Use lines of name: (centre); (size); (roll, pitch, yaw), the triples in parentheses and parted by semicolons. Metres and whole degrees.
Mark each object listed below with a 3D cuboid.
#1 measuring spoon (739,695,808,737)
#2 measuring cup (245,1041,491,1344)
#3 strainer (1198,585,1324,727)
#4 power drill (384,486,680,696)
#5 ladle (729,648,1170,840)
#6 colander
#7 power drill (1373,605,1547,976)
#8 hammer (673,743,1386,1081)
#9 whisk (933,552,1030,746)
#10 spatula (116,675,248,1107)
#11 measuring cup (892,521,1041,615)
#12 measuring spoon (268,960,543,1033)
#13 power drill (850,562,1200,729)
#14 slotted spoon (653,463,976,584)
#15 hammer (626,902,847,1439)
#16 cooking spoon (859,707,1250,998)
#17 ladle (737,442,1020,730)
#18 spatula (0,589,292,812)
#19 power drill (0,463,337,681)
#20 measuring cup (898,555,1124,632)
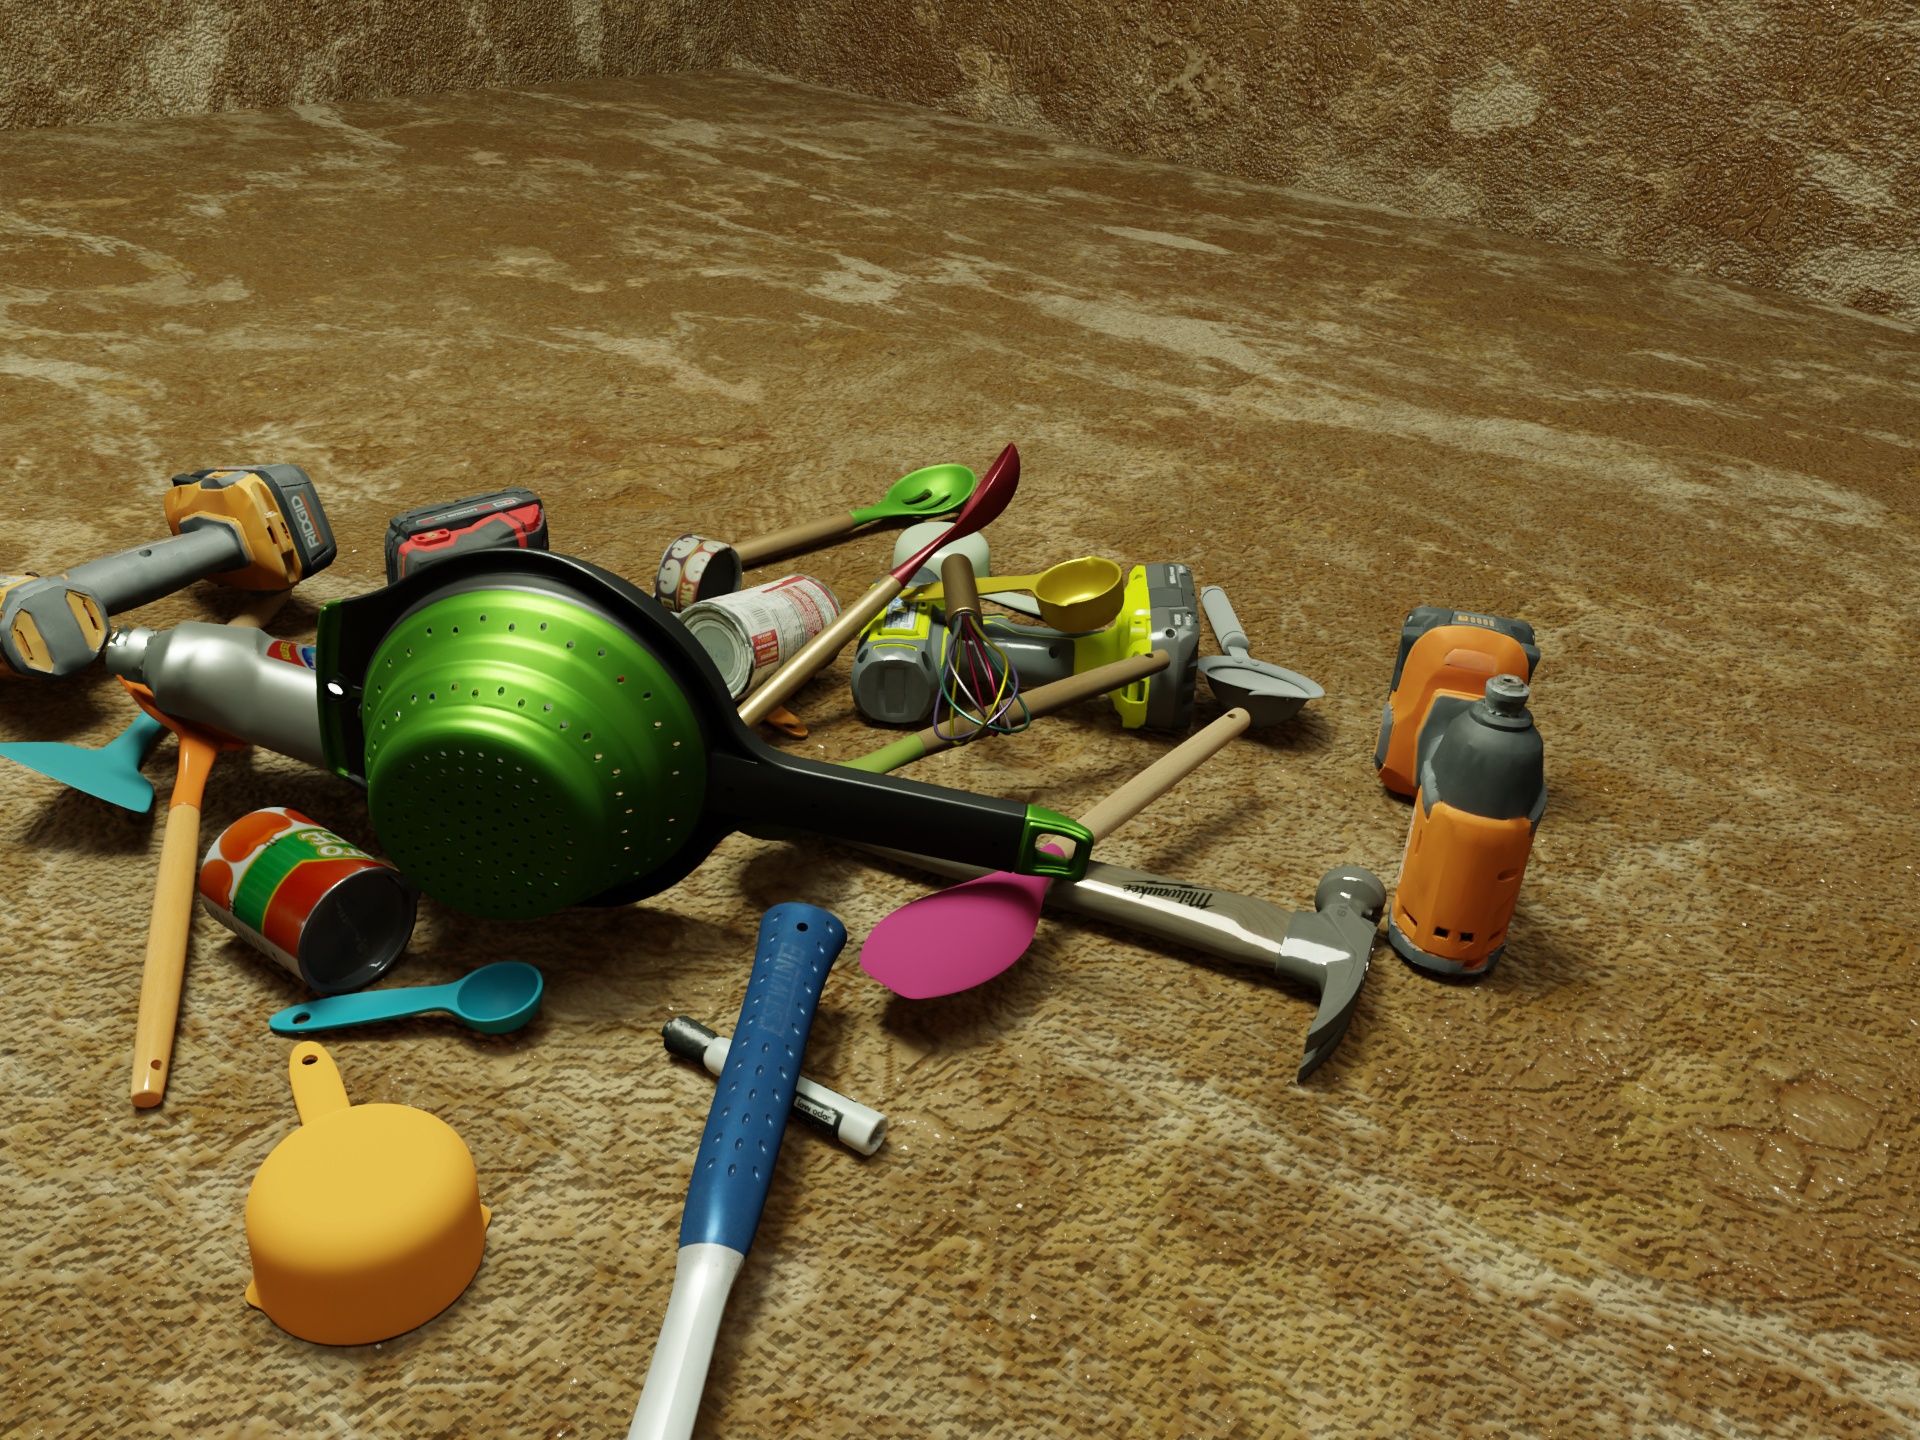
measuring spoon: (-0.141, -0.013, 1.043); (0.117, 0.011, 0.021); (32, 28, 33)
measuring cup: (-0.256, 0.173, 0.657); (0.095, 0.052, 0.174); (-13, 36, -28)
strainer: (0.196, -0.048, 1.120); (0.087, 0.050, 0.259); (10, 24, -5)
power drill: (-0.277, -0.075, 1.065); (0.143, 0.078, 0.220); (-22, 42, -38)
ladle: (-0.001, -0.003, 0.913); (0.320, 0.062, 0.078); (-19, 42, -30)
colander: (-0.134, 0.044, 0.762); (0.397, 0.204, 0.095); (12, 31, 1)
power drill: (0.287, 0.016, 0.901); (0.084, 0.164, 0.227); (10, 28, 9)
hammer: (0.017, 0.083, 0.872); (0.411, 0.038, 0.146); (15, 33, 17)
whisk: (0.008, -0.050, 0.929); (0.051, 0.047, 0.245); (4, 26, -5)
spatula: (-0.404, 0.071, 0.816); (0.081, 0.041, 0.323); (29, 25, -36)
measuring cup: (0.023, -0.112, 1.205); (0.168, 0.038, 0.083); (20, 33, 28)
measuring spoon: (-0.261, 0.141, 0.756); (0.128, 0.021, 0.042); (-7, 33, -2)
power drill: (0.045, -0.059, 1.084); (0.223, 0.080, 0.171); (3, 31, 2)
slotted spoon: (-0.110, -0.153, 1.271); (0.313, 0.031, 0.070); (-24, 40, -37)
hammer: (-0.103, 0.212, 0.606); (0.144, 0.035, 0.406); (6, 34, 3)
cooking spoon: (0.067, 0.061, 0.860); (0.069, 0.017, 0.319); (27, 40, 32)
ladle: (-0.060, -0.074, 1.025); (0.031, 0.069, 0.315); (46, 67, -2)
spatula: (-0.476, -0.026, 0.979); (0.082, 0.044, 0.318); (26, 26, -12)
power drill: (-0.551, -0.094, 1.032); (0.185, 0.084, 0.226); (5, 30, 36)
measuring cup: (0.032, -0.077, 1.030); (0.156, 0.029, 0.062); (-2, 34, 26)
